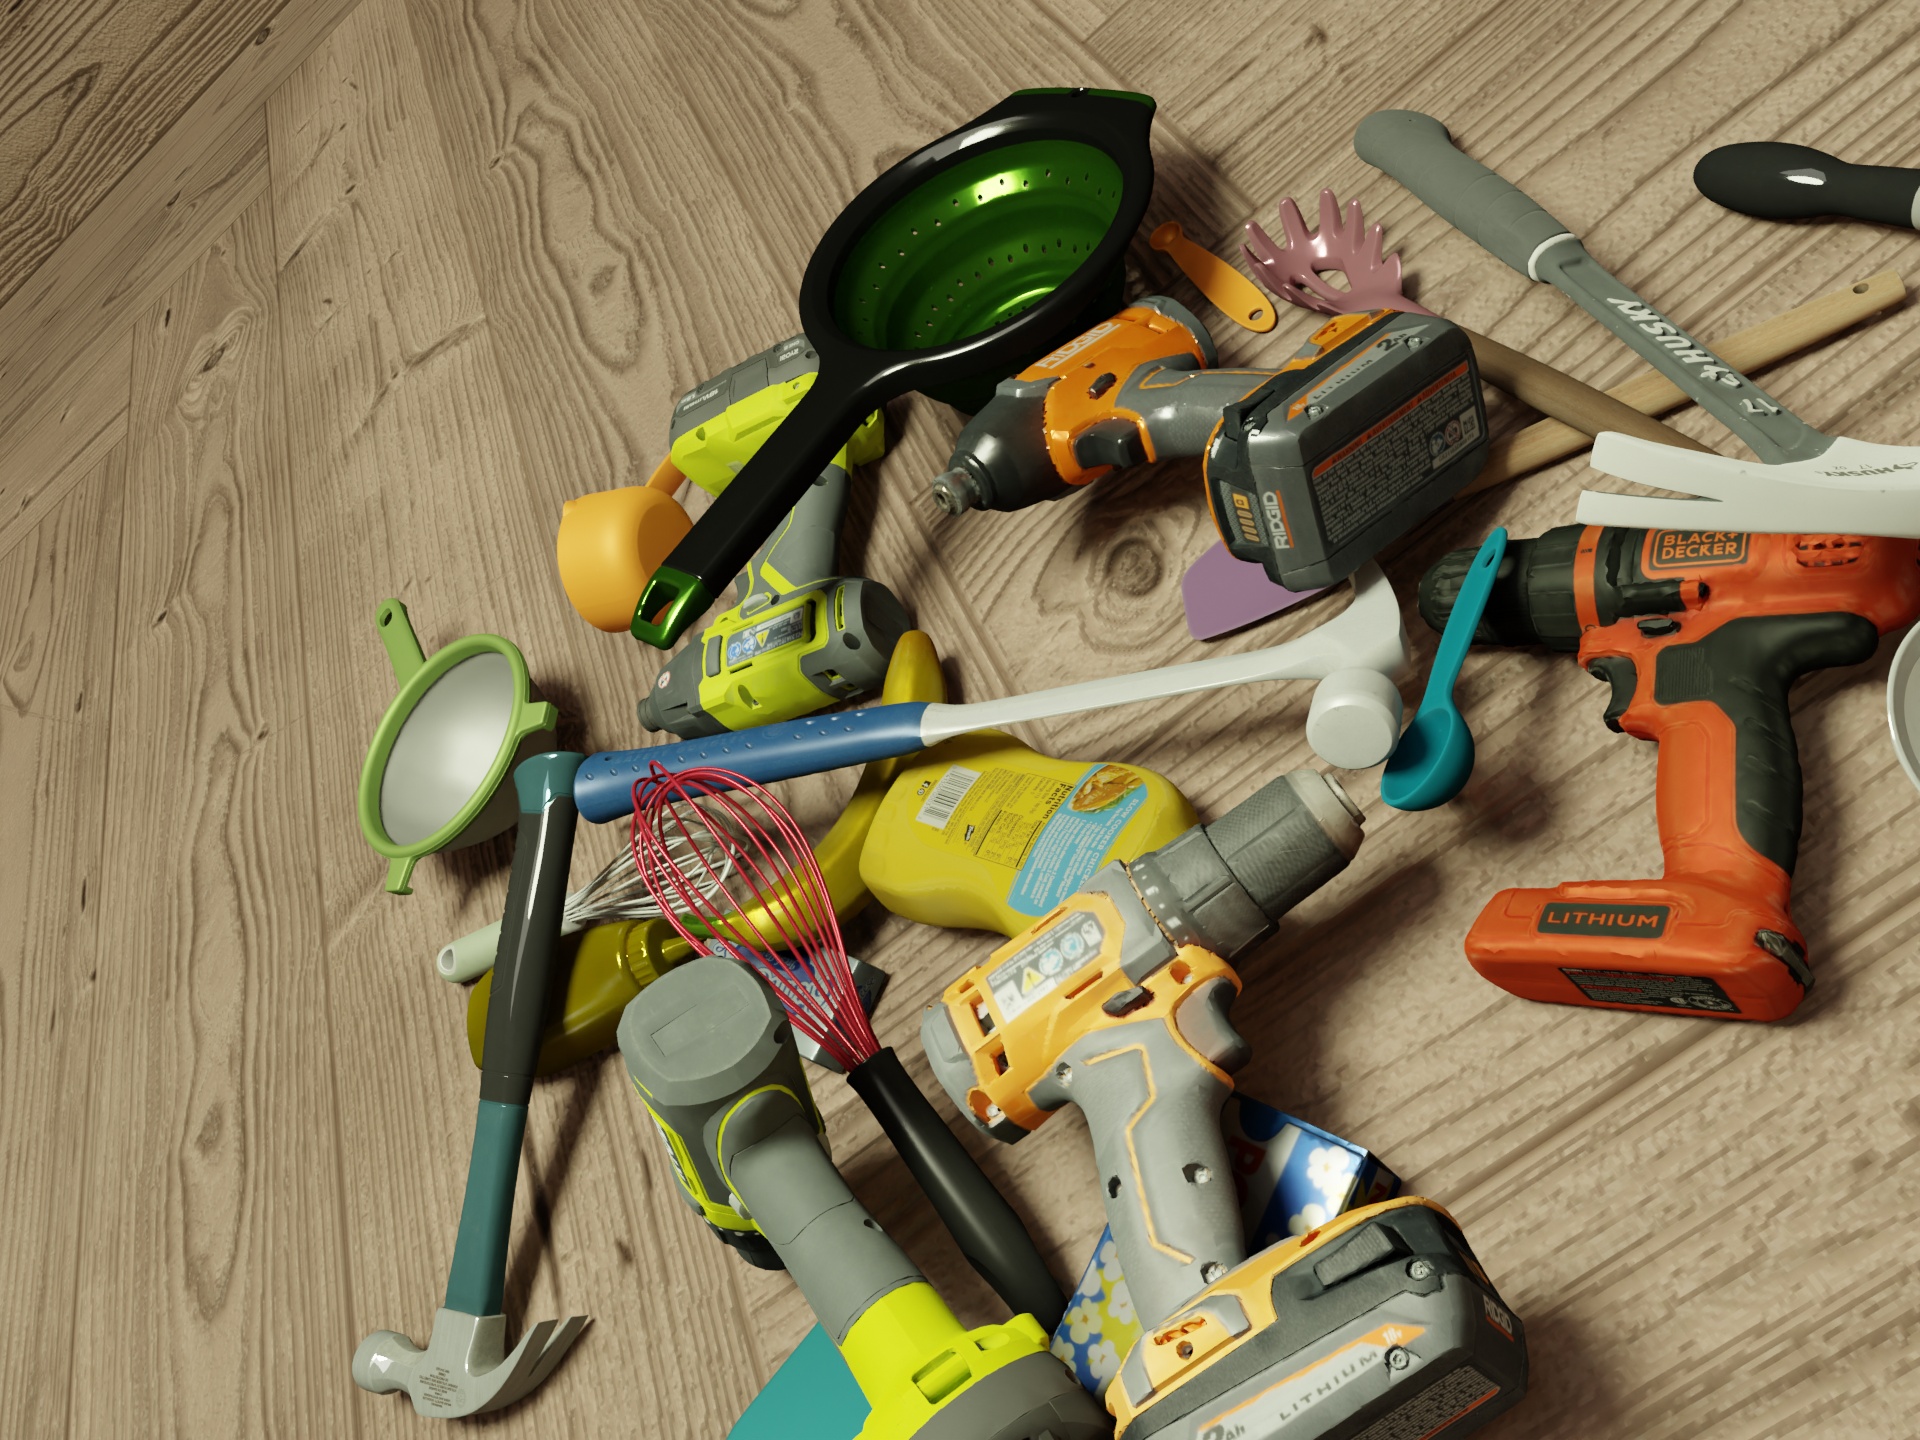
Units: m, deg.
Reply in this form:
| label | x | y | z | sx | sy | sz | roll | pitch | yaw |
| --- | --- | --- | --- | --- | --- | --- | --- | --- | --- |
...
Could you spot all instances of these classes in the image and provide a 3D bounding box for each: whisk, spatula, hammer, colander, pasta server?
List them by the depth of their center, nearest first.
| label | x | y | z | sx | sy | sz | roll | pitch | yaw |
| --- | --- | --- | --- | --- | --- | --- | --- | --- | --- |
| whisk | 0.394 | -0.184 | 0.582 | 0.070 | 0.070 | 0.285 | -52 | 39 | -1 |
| hammer | 0.242 | -0.178 | 0.640 | 0.149 | 0.036 | 0.409 | -4 | 36 | -8 |
| spatula | -0.121 | 0.394 | 0.645 | 0.082 | 0.044 | 0.317 | 30 | 88 | 45 |
| whisk | -0.049 | 0.129 | 0.668 | 0.073 | 0.073 | 0.296 | -42 | 71 | 9 |
| spatula | 0.235 | -0.114 | 0.687 | 0.316 | 0.018 | 0.060 | -23 | 50 | 27 |
| pasta server | 0.224 | -0.167 | 0.697 | 0.060 | 0.040 | 0.317 | -34 | 39 | -3 |
| hammer | -0.001 | -0.002 | 0.718 | 0.405 | 0.035 | 0.144 | -10 | 29 | 26 |
| hammer | -0.230 | 0.179 | 0.806 | 0.128 | 0.033 | 0.331 | 0 | 78 | 32 |
| colander | -0.025 | -0.171 | 0.846 | 0.205 | 0.094 | 0.397 | 22 | 68 | 40 |
| whisk | -0.212 | 0.104 | 0.889 | 0.246 | 0.059 | 0.058 | -25 | 67 | 31 |

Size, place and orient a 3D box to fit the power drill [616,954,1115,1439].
| label | x | y | z | sx | sy | sz | roll | pitch | yaw |
| --- | --- | --- | --- | --- | --- | --- | --- | --- | --- |
| power drill | -0.042 | 0.217 | 0.602 | 0.080 | 0.190 | 0.229 | -30 | 51 | -20 |

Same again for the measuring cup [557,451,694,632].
| label | x | y | z | sx | sy | sz | roll | pitch | yaw |
| --- | --- | --- | --- | --- | --- | --- | --- | --- | --- |
| measuring cup | -0.186 | -0.129 | 1.004 | 0.052 | 0.095 | 0.174 | -5 | 42 | 30 |

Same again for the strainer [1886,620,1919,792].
| label | x | y | z | sx | sy | sz | roll | pitch | yaw |
| --- | --- | --- | --- | --- | --- | --- | --- | --- | --- |
| strainer | 0.324 | 0.067 | 0.483 | 0.087 | 0.050 | 0.259 | 8 | 67 | -6 |

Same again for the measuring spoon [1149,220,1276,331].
| label | x | y | z | sx | sy | sz | roll | pitch | yaw |
| --- | --- | --- | --- | --- | --- | --- | --- | --- | --- |
| measuring spoon | 0.136 | -0.236 | 0.853 | 0.021 | 0.011 | 0.117 | -41 | 49 | 9 |

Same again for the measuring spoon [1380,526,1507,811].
| label | x | y | z | sx | sy | sz | roll | pitch | yaw |
| --- | --- | --- | --- | --- | --- | --- | --- | --- | --- |
| measuring spoon | 0.191 | -0.019 | 0.595 | 0.129 | 0.021 | 0.042 | -63 | 8 | -24 |

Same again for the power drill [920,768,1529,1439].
| label | x | y | z | sx | sy | sz | roll | pitch | yaw |
| --- | --- | --- | --- | --- | --- | --- | --- | --- | --- |
| power drill | 0.098 | 0.133 | 0.541 | 0.185 | 0.084 | 0.226 | -38 | 43 | 9 |

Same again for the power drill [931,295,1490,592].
| label | x | y | z | sx | sy | sz | roll | pitch | yaw |
| --- | --- | --- | --- | --- | --- | --- | --- | --- | --- |
| power drill | 0.098 | -0.126 | 0.716 | 0.164 | 0.084 | 0.227 | -35 | 32 | -22 |

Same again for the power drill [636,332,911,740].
| label | x | y | z | sx | sy | sz | roll | pitch | yaw |
| --- | --- | --- | --- | --- | --- | --- | --- | --- | --- |
| power drill | -0.113 | -0.099 | 0.918 | 0.171 | 0.080 | 0.223 | -19 | 56 | 28 |

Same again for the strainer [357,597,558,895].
| label | x | y | z | sx | sy | sz | roll | pitch | yaw |
| --- | --- | --- | --- | --- | --- | --- | --- | --- | --- |
| strainer | -0.325 | -0.001 | 1.029 | 0.151 | 0.069 | 0.257 | -48 | 43 | 7 |
